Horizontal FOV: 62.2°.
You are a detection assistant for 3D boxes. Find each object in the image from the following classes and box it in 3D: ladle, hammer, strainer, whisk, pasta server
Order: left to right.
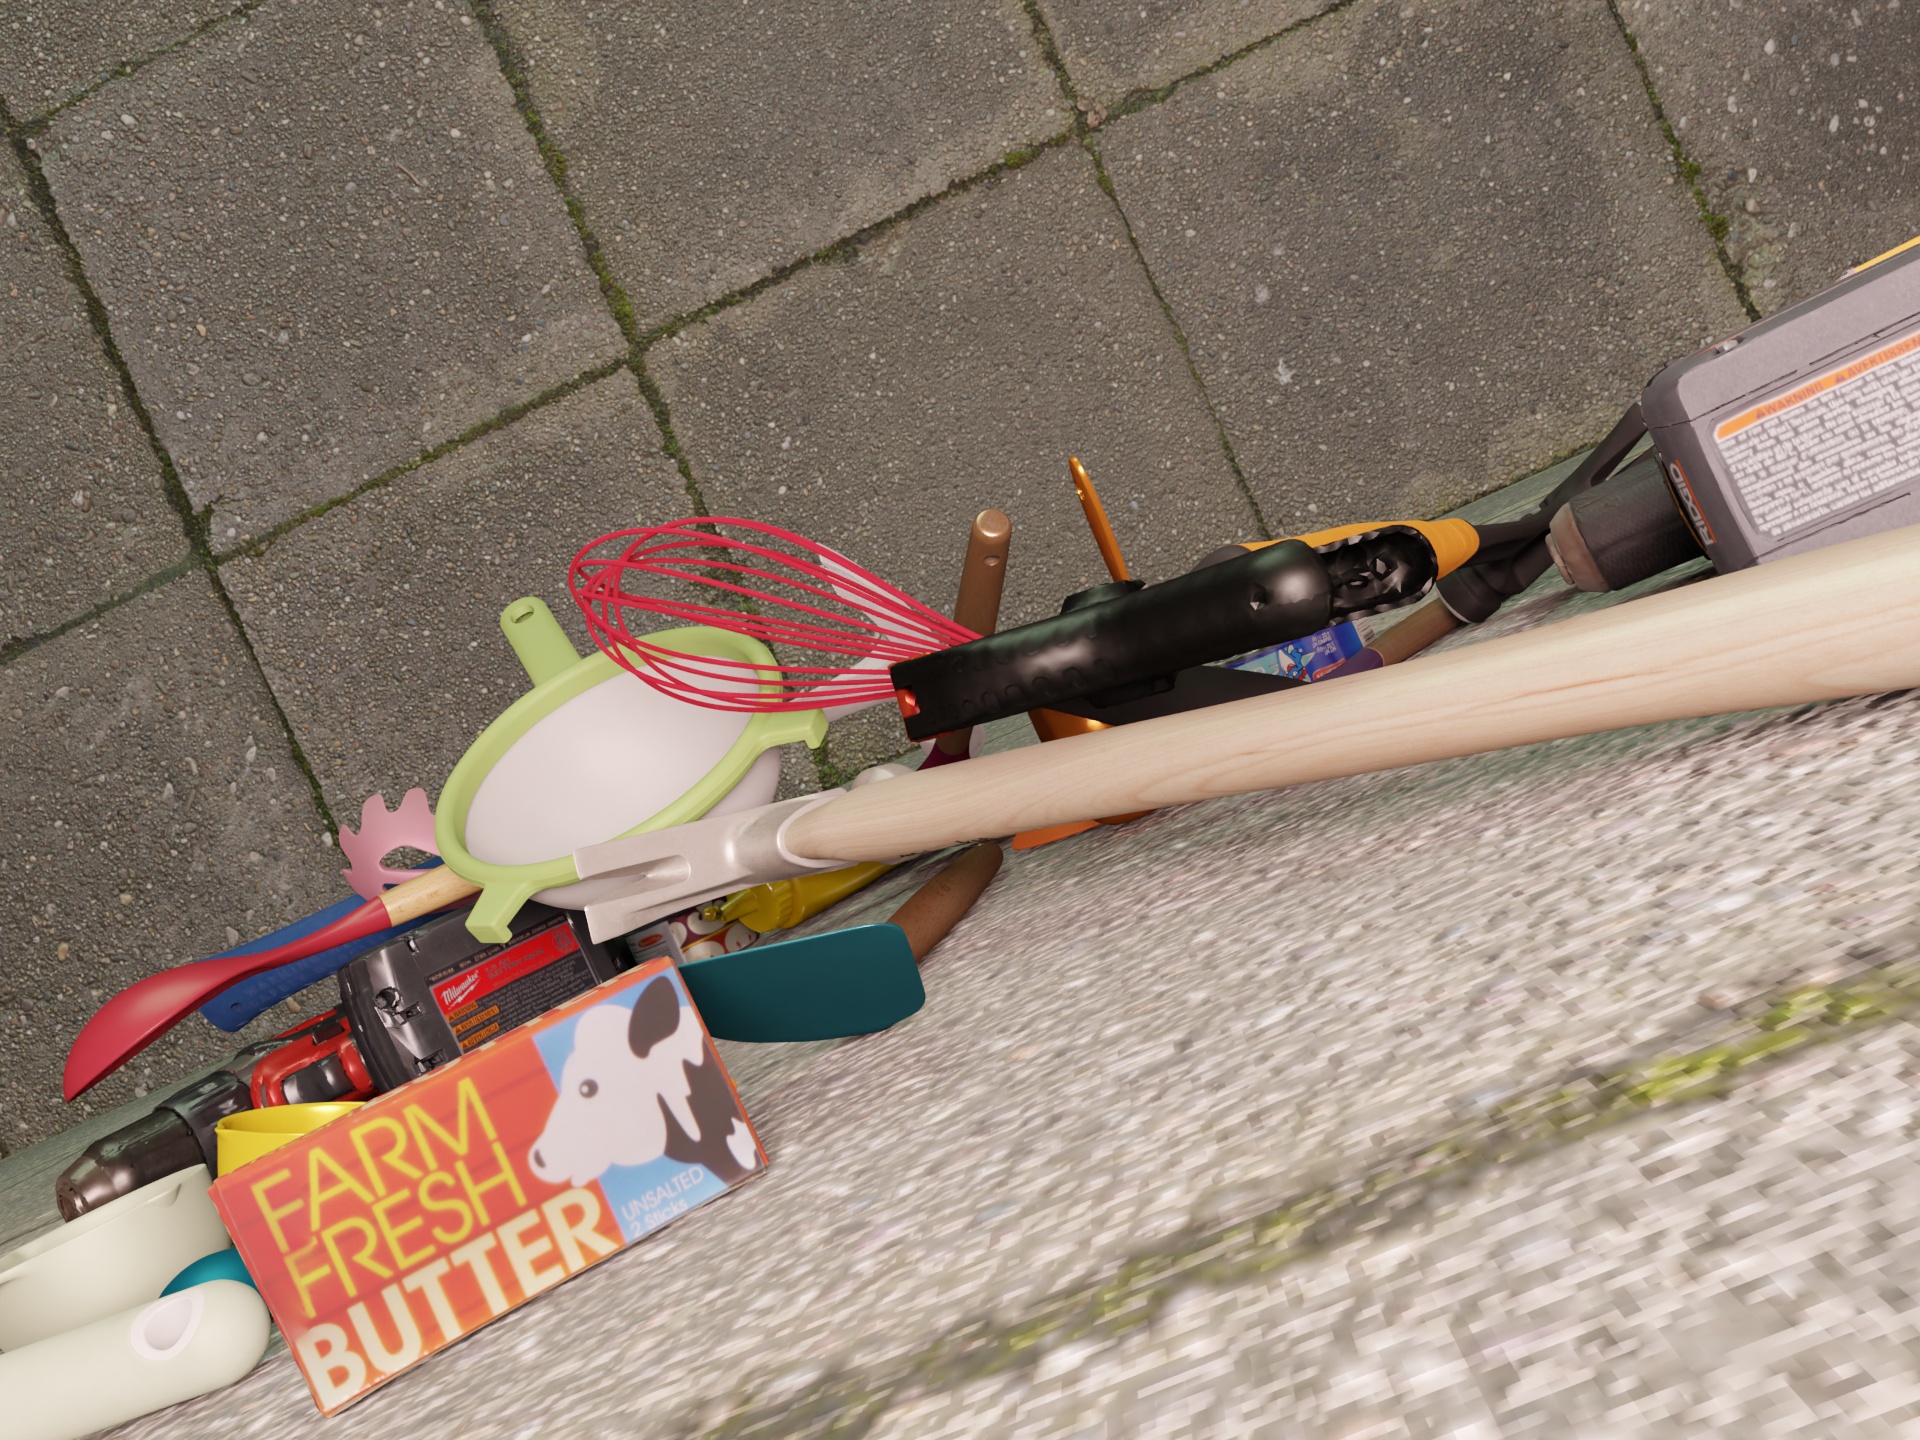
[{"bbox_3d":[-0.281,0.186,0.387,0.246,0.059,0.058,-20,43,4],"label":"whisk"},{"bbox_3d":[-0.219,0.071,0.676,0.315,0.031,0.069,-26,0,-29],"label":"ladle"},{"bbox_3d":[-0.193,0.047,0.783,0.405,0.143,0.035,-25,43,2],"label":"hammer"},{"bbox_3d":[-0.153,0.013,0.691,0.151,0.069,0.257,-33,33,-11],"label":"strainer"},{"bbox_3d":[-0.129,0.057,0.751,0.316,0.060,0.040,-4,18,-12],"label":"pasta server"},{"bbox_3d":[-0.003,-0.022,0.572,0.296,0.073,0.073,11,7,7],"label":"whisk"},{"bbox_3d":[0.052,0.013,0.436,0.146,0.038,0.411,-13,-1,-44],"label":"hammer"},{"bbox_3d":[0.191,-0.071,0.642,0.337,0.034,0.127,-15,-25,-51],"label":"hammer"}]

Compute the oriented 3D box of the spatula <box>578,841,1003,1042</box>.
[{"bbox_3d":[-0.020,0.062,0.525,0.082,0.044,0.317,-15,2,12],"label":"spatula"}]

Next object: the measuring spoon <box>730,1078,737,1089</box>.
[{"bbox_3d":[-0.092,0.115,0.409,0.021,0.011,0.117,-23,2,27],"label":"measuring spoon"}]

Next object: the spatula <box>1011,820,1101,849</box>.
[{"bbox_3d":[0.111,0.007,0.827,0.081,0.041,0.322,-23,-2,25],"label":"spatula"}]

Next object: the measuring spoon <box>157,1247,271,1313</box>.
[{"bbox_3d":[-0.202,0.156,0.485,0.042,0.021,0.128,-24,1,8],"label":"measuring spoon"}]

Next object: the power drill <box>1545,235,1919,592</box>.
[{"bbox_3d":[0.278,-0.090,0.527,0.185,0.084,0.226,-26,-3,27],"label":"power drill"}]

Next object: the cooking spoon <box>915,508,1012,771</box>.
[{"bbox_3d":[-0.001,-0.002,0.697,0.068,0.017,0.318,1,-25,-5],"label":"cooking spoon"}]

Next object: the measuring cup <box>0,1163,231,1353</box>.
[{"bbox_3d":[-0.298,0.193,0.491,0.083,0.038,0.167,-24,4,22],"label":"measuring cup"}]

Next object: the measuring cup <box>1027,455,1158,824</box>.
[{"bbox_3d":[0.046,-0.027,0.616,0.052,0.095,0.173,-28,-43,-2],"label":"measuring cup"}]

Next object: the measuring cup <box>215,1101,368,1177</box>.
[{"bbox_3d":[-0.163,0.136,0.457,0.156,0.029,0.062,0,-3,44],"label":"measuring cup"}]

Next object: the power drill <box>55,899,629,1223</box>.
[{"bbox_3d":[-0.269,0.154,0.696,0.226,0.080,0.188,-27,-1,39],"label":"power drill"}]

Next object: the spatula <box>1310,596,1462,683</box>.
[{"bbox_3d":[0.210,-0.035,0.780,0.060,0.018,0.316,-22,4,46],"label":"spatula"}]
